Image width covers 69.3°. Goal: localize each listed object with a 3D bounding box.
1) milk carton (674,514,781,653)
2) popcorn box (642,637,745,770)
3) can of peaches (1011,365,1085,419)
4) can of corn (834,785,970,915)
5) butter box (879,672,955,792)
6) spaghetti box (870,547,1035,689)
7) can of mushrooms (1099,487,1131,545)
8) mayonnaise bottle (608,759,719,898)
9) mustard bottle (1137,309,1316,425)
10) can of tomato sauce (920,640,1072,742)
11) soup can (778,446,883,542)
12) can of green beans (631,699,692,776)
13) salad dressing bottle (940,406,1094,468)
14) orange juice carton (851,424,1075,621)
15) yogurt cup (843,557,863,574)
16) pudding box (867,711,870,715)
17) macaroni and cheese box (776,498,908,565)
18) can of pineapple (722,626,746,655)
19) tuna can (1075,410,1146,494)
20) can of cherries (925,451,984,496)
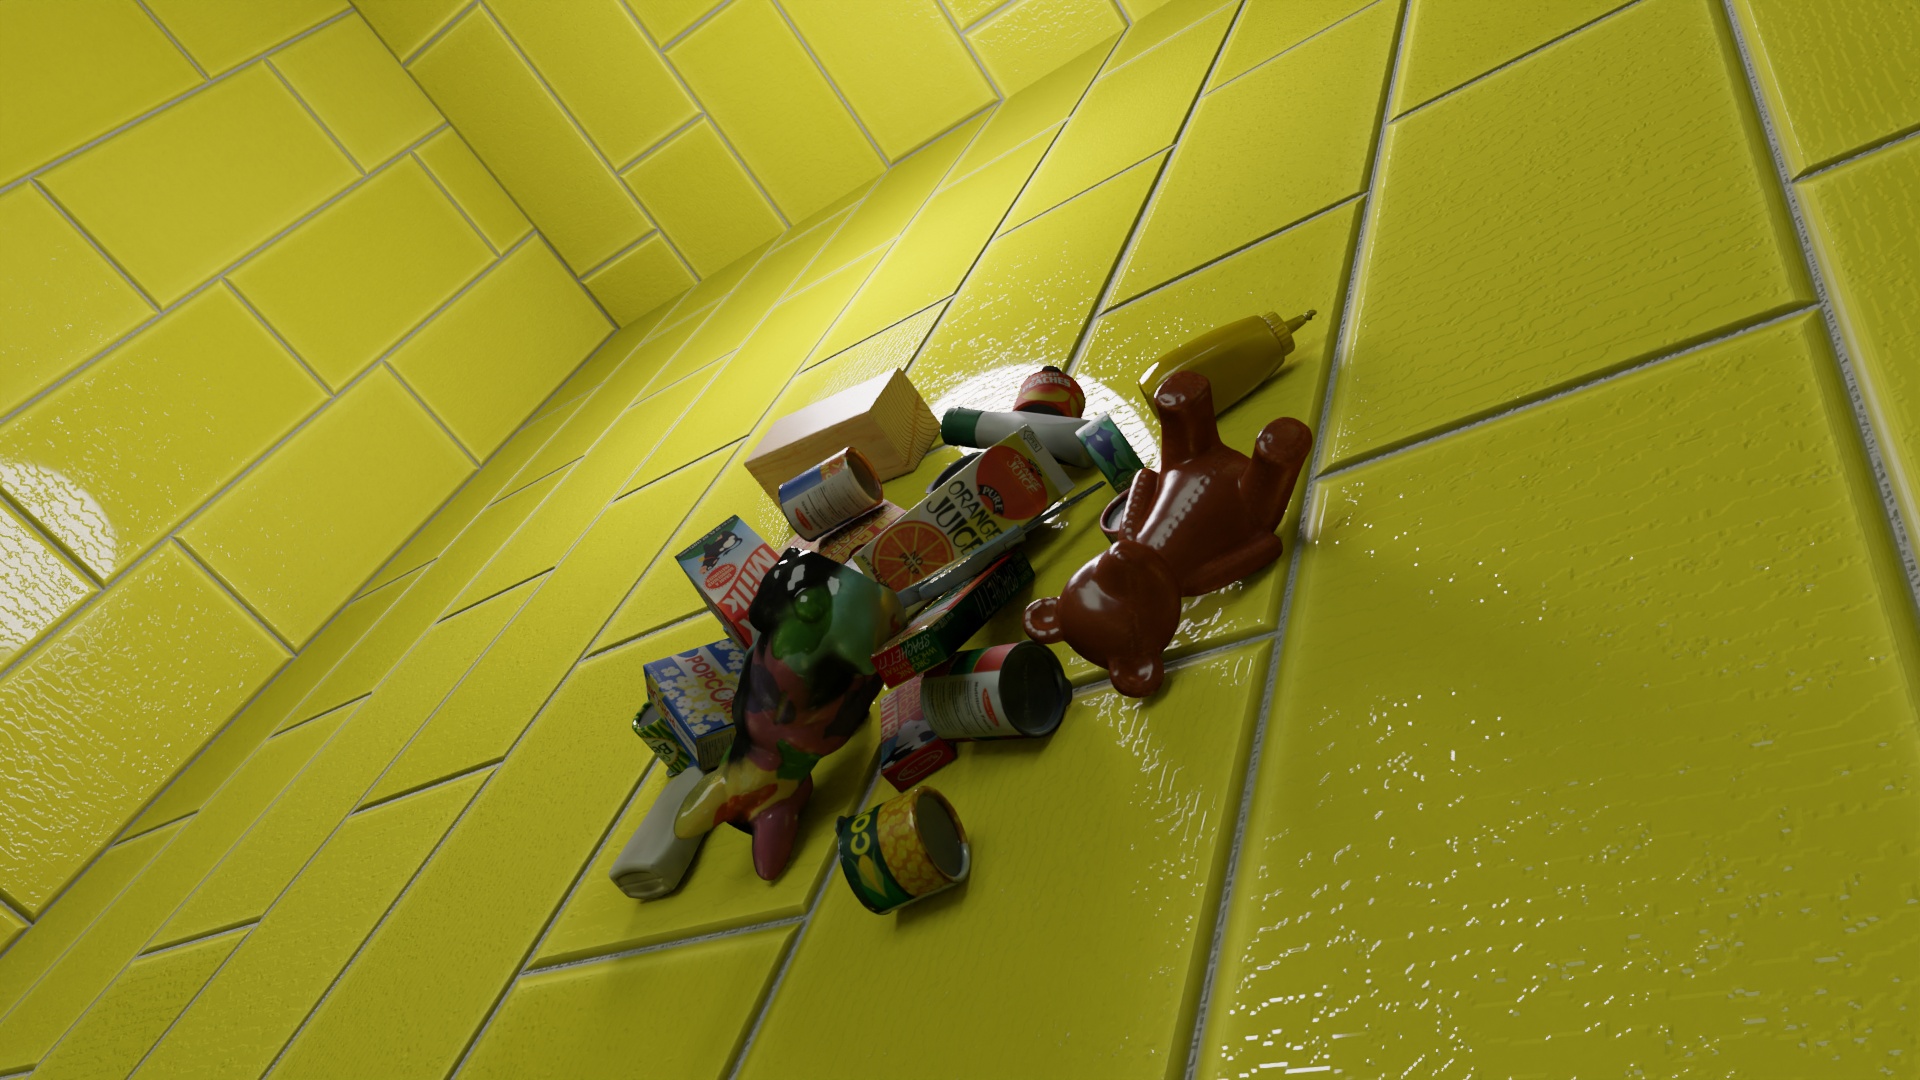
[{"bbox_3d":[-0.177,0.054,1.232,0.072,0.073,0.191,-36,35,-13],"label":"milk carton"},{"bbox_3d":[-0.210,0.139,1.196,0.085,0.038,0.127,-17,33,-27],"label":"popcorn box"},{"bbox_3d":[0.082,-0.122,1.324,0.071,0.071,0.058,-23,27,31],"label":"can of peaches"},{"bbox_3d":[-0.036,0.194,0.880,0.058,0.071,0.071,-27,24,21],"label":"can of corn"},{"bbox_3d":[-0.033,0.140,1.042,0.053,0.024,0.104,-33,22,11],"label":"butter box"},{"bbox_3d":[0.001,0.053,1.046,0.050,0.028,0.251,-28,3,21],"label":"spaghetti box"},{"bbox_3d":[0.141,-0.015,1.076,0.071,0.033,0.071,-30,24,15],"label":"can of mushrooms"},{"bbox_3d":[-0.228,0.225,1.142,0.064,0.041,0.149,-19,27,34],"label":"mayonnaise bottle"},{"bbox_3d":[0.232,-0.152,1.180,0.160,0.065,0.049,-30,28,3],"label":"mustard bottle"},{"bbox_3d":[0.024,0.106,0.971,0.083,0.071,0.071,-13,32,46],"label":"can of tomato sauce"},{"bbox_3d":[-0.128,-0.047,1.383,0.083,0.071,0.072,-28,24,18],"label":"soup can"},{"bbox_3d":[-0.257,0.169,1.268,0.071,0.057,0.071,-31,23,15],"label":"can of green beans"},{"bbox_3d":[0.054,-0.097,1.275,0.147,0.044,0.064,10,5,28],"label":"salad dressing bottle"},{"bbox_3d":[0.004,-0.015,1.196,0.193,0.072,0.073,-38,-3,-5],"label":"orange juice carton"},{"bbox_3d":[-0.078,0.042,1.260,0.072,0.054,0.073,-31,22,14],"label":"yogurt cup"},{"bbox_3d":[-0.115,0.128,1.150,0.030,0.049,0.083,-41,21,-22],"label":"pudding box"},{"bbox_3d":[-0.117,0.008,1.402,0.124,0.040,0.166,-41,23,-10],"label":"macaroni and cheese box"},{"bbox_3d":[-0.183,0.085,1.324,0.071,0.057,0.071,-31,23,15],"label":"can of pineapple"},{"bbox_3d":[0.129,-0.072,1.167,0.033,0.071,0.071,-35,22,7],"label":"tuna can"},{"bbox_3d":[0.012,-0.039,1.280,0.071,0.058,0.072,-31,24,16],"label":"can of cherries"}]
